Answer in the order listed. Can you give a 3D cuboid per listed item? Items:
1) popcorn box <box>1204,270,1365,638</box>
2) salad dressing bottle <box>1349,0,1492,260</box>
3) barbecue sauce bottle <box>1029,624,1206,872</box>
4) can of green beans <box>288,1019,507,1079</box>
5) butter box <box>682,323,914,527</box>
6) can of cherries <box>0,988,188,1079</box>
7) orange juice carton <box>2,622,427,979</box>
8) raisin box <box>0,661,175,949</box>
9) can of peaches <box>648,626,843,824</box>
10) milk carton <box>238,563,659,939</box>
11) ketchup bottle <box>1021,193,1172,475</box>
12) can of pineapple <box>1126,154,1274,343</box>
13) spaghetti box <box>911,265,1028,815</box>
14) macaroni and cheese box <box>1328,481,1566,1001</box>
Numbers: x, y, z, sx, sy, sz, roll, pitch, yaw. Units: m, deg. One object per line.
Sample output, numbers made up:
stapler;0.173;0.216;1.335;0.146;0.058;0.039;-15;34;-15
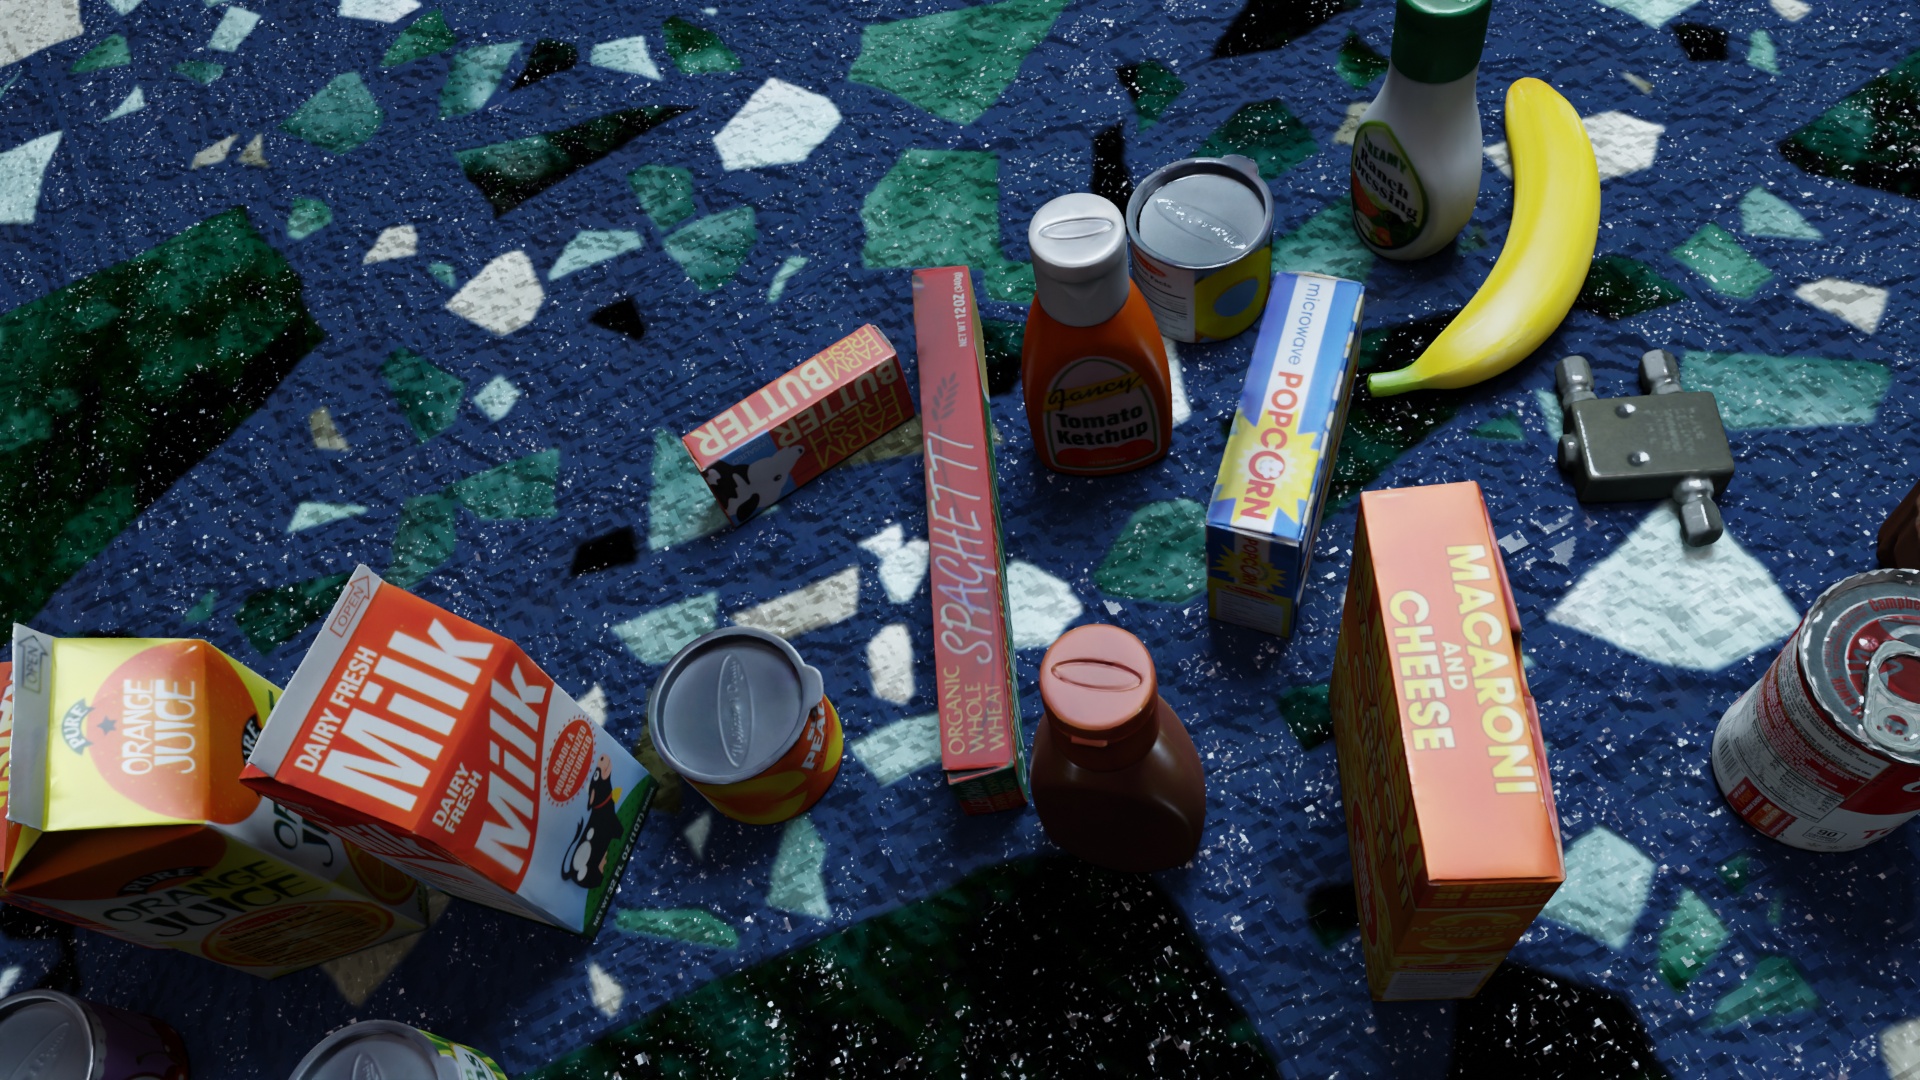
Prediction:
popcorn box;0.135;-0.036;0.575;0.038;0.085;0.127;12;64;17
salad dressing bottle;0.203;-0.186;0.610;0.044;0.147;0.064;-30;61;-6
barbecue sauce bottle;0.054;0.077;0.491;0.065;0.148;0.044;7;63;14
can of green beans;-0.207;0.216;0.513;0.071;0.057;0.071;-4;61;8
butter box;-0.073;-0.053;0.641;0.104;0.053;0.024;-33;61;-8
can of cherries;-0.346;0.215;0.539;0.071;0.058;0.072;-4;61;8
orange juice carton;-0.279;0.099;0.513;0.073;0.192;0.072;-19;60;0
raisin box;-0.339;0.109;0.559;0.040;0.123;0.086;-5;61;8
can of peaches;-0.084;0.076;0.568;0.071;0.057;0.071;-4;61;8
milk carton;-0.186;0.081;0.508;0.073;0.189;0.072;11;64;16
ketchup bottle;0.054;-0.082;0.578;0.065;0.148;0.044;-6;61;7
can of pineapple;0.114;-0.136;0.650;0.071;0.057;0.071;-4;61;8
spaghetti box;0.002;-0.008;0.603;0.029;0.050;0.251;-8;60;6
macaroni and cheese box;0.155;0.074;0.463;0.040;0.165;0.124;-5;61;8
